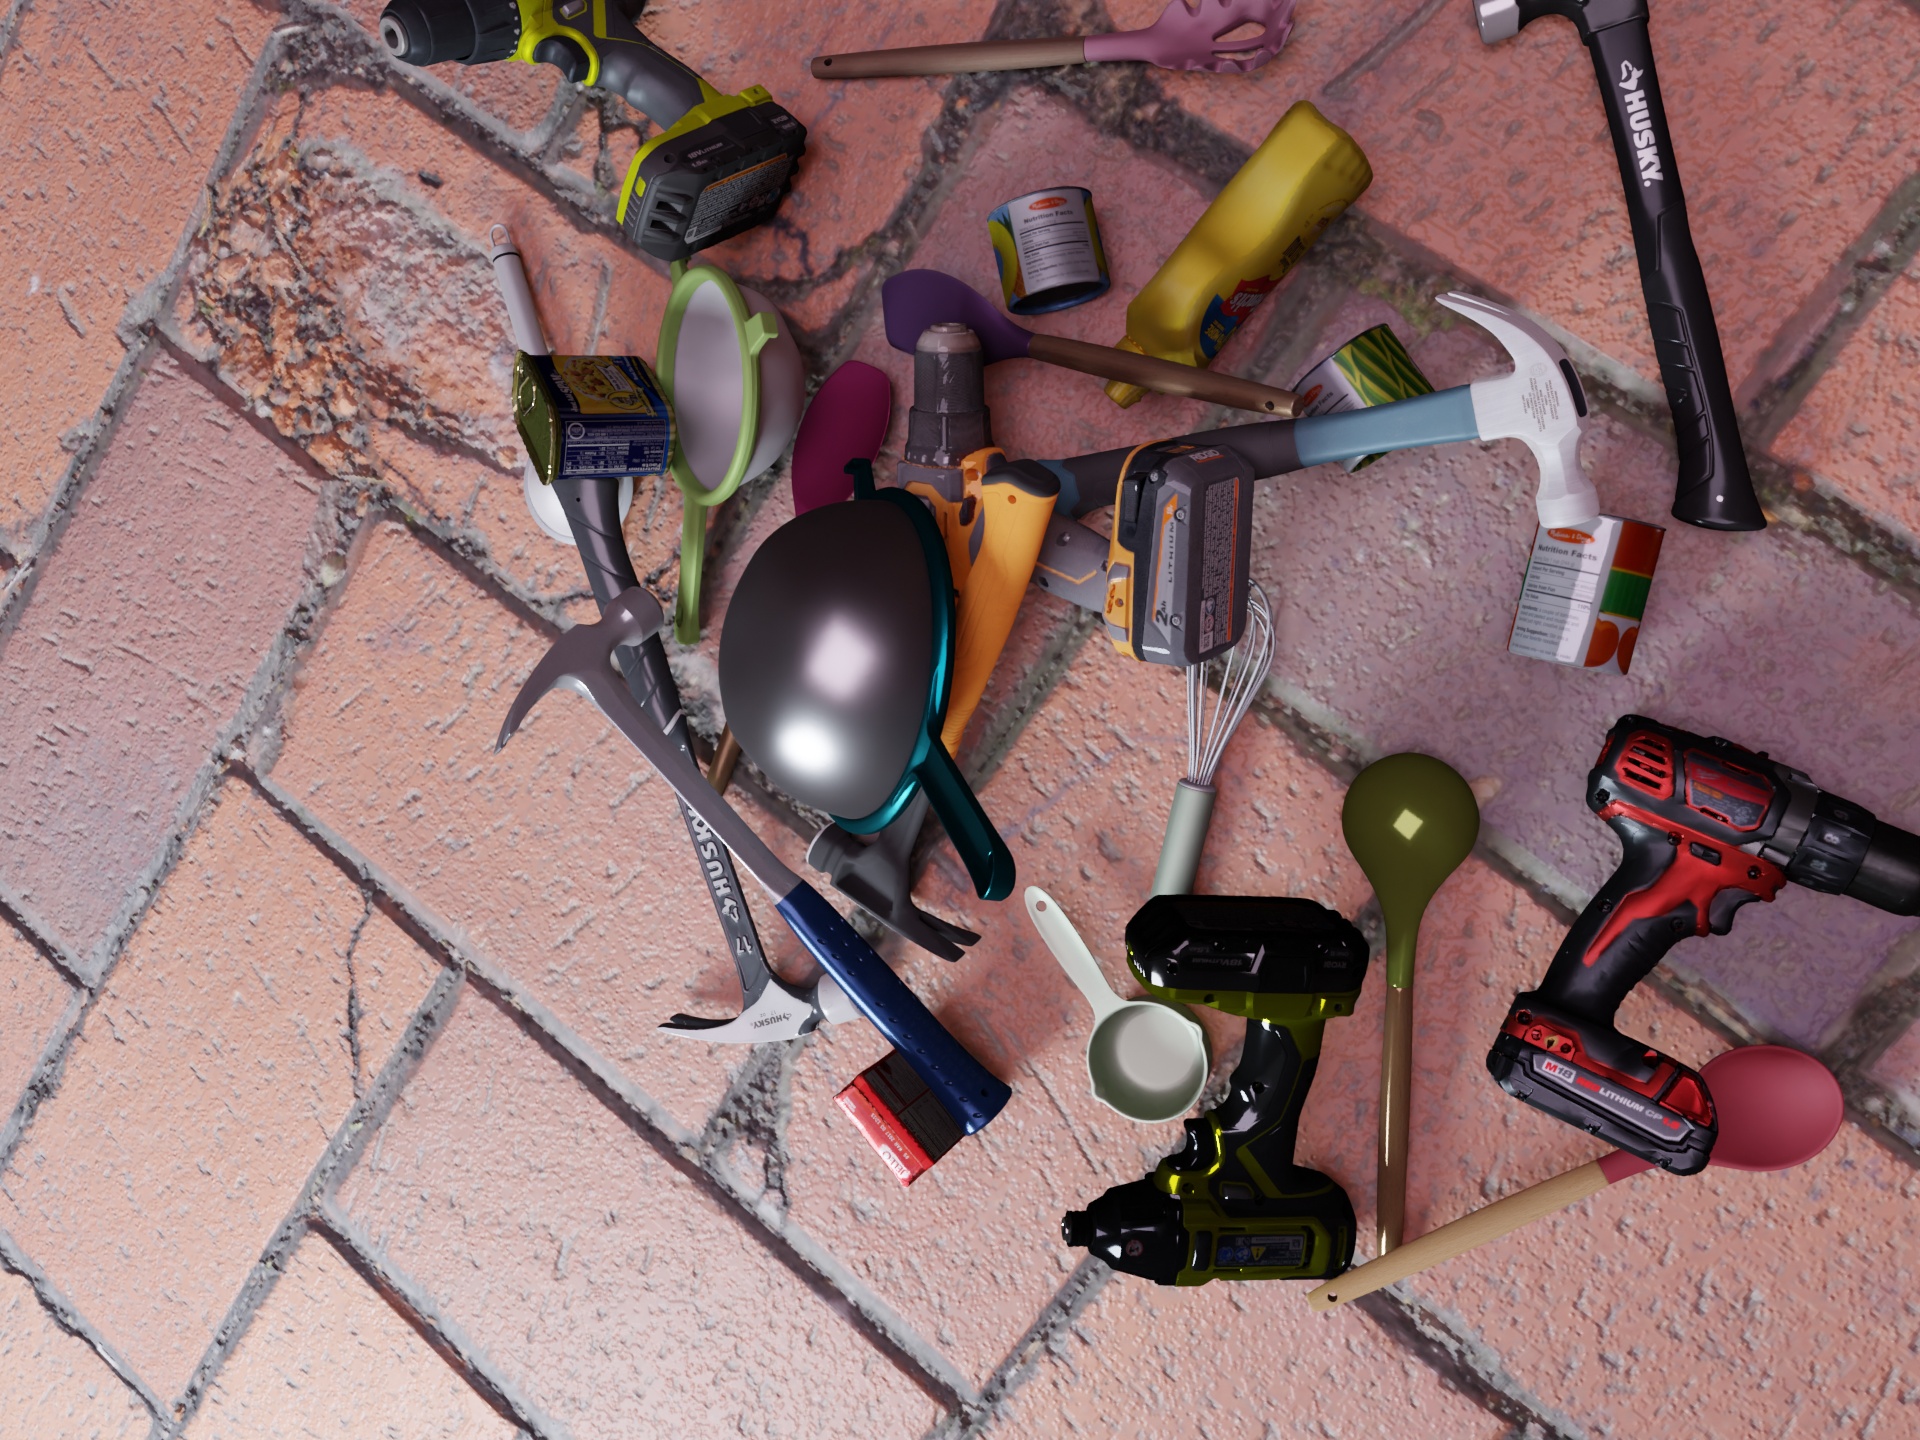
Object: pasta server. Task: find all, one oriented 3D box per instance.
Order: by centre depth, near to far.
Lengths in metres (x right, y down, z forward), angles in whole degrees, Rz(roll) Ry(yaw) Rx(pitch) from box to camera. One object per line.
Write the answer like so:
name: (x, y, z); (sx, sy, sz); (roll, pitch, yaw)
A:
pasta server: (0.050, -0.416, 0.979); (0.316, 0.040, 0.060); (5, 83, 20)

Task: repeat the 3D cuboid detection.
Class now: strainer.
strainer: (-0.068, -0.007, 0.896); (0.341, 0.095, 0.211); (57, 134, 53)
strainer: (-0.148, -0.169, 1.050); (0.152, 0.069, 0.256); (43, 131, 47)
strainer: (-0.291, -0.229, 1.110); (0.087, 0.050, 0.258); (-20, 83, 18)

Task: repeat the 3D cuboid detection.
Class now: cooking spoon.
cooking spoon: (-0.117, -0.086, 1.067); (0.069, 0.017, 0.319); (28, 102, 30)

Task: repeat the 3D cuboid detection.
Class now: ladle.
ladle: (0.341, 0.269, 0.903); (0.315, 0.031, 0.069); (-28, 79, 10)
ladle: (0.262, 0.178, 0.946); (0.078, 0.062, 0.320); (4, 101, 22)

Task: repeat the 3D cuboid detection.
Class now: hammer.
hammer: (0.391, -0.265, 0.870); (0.146, 0.035, 0.335); (-13, 89, 20)
hammer: (0.181, -0.153, 0.898); (0.331, 0.033, 0.128); (-5, 104, 38)
hammer: (-0.002, -0.003, 0.955); (0.127, 0.034, 0.336); (33, 127, 18)
hammer: (-0.119, 0.104, 0.999); (0.405, 0.144, 0.035); (48, 141, -4)
hammer: (-0.194, 0.026, 1.072); (0.149, 0.036, 0.409); (-19, 92, 18)

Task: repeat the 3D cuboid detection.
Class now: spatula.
spatula: (0.064, -0.218, 0.934); (0.316, 0.018, 0.059); (24, 132, 37)

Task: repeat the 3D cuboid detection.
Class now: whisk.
whisk: (0.146, 0.032, 0.973); (0.059, 0.057, 0.246); (26, 107, 51)

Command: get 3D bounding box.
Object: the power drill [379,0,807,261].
power drill: (-0.229, -0.402, 1.006); (0.228, 0.190, 0.080); (45, 140, 7)

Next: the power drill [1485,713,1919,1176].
power drill: (0.403, 0.127, 0.853); (0.188, 0.080, 0.227); (24, 87, 19)

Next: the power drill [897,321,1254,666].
power drill: (0.055, -0.133, 0.932); (0.226, 0.084, 0.185); (15, 115, 37)

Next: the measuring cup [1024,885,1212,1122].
measuring cup: (0.095, 0.172, 1.001); (0.083, 0.038, 0.168); (-38, 79, 17)

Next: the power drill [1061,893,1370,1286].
power drill: (0.151, 0.220, 0.926); (0.171, 0.080, 0.223); (2, 101, -9)
